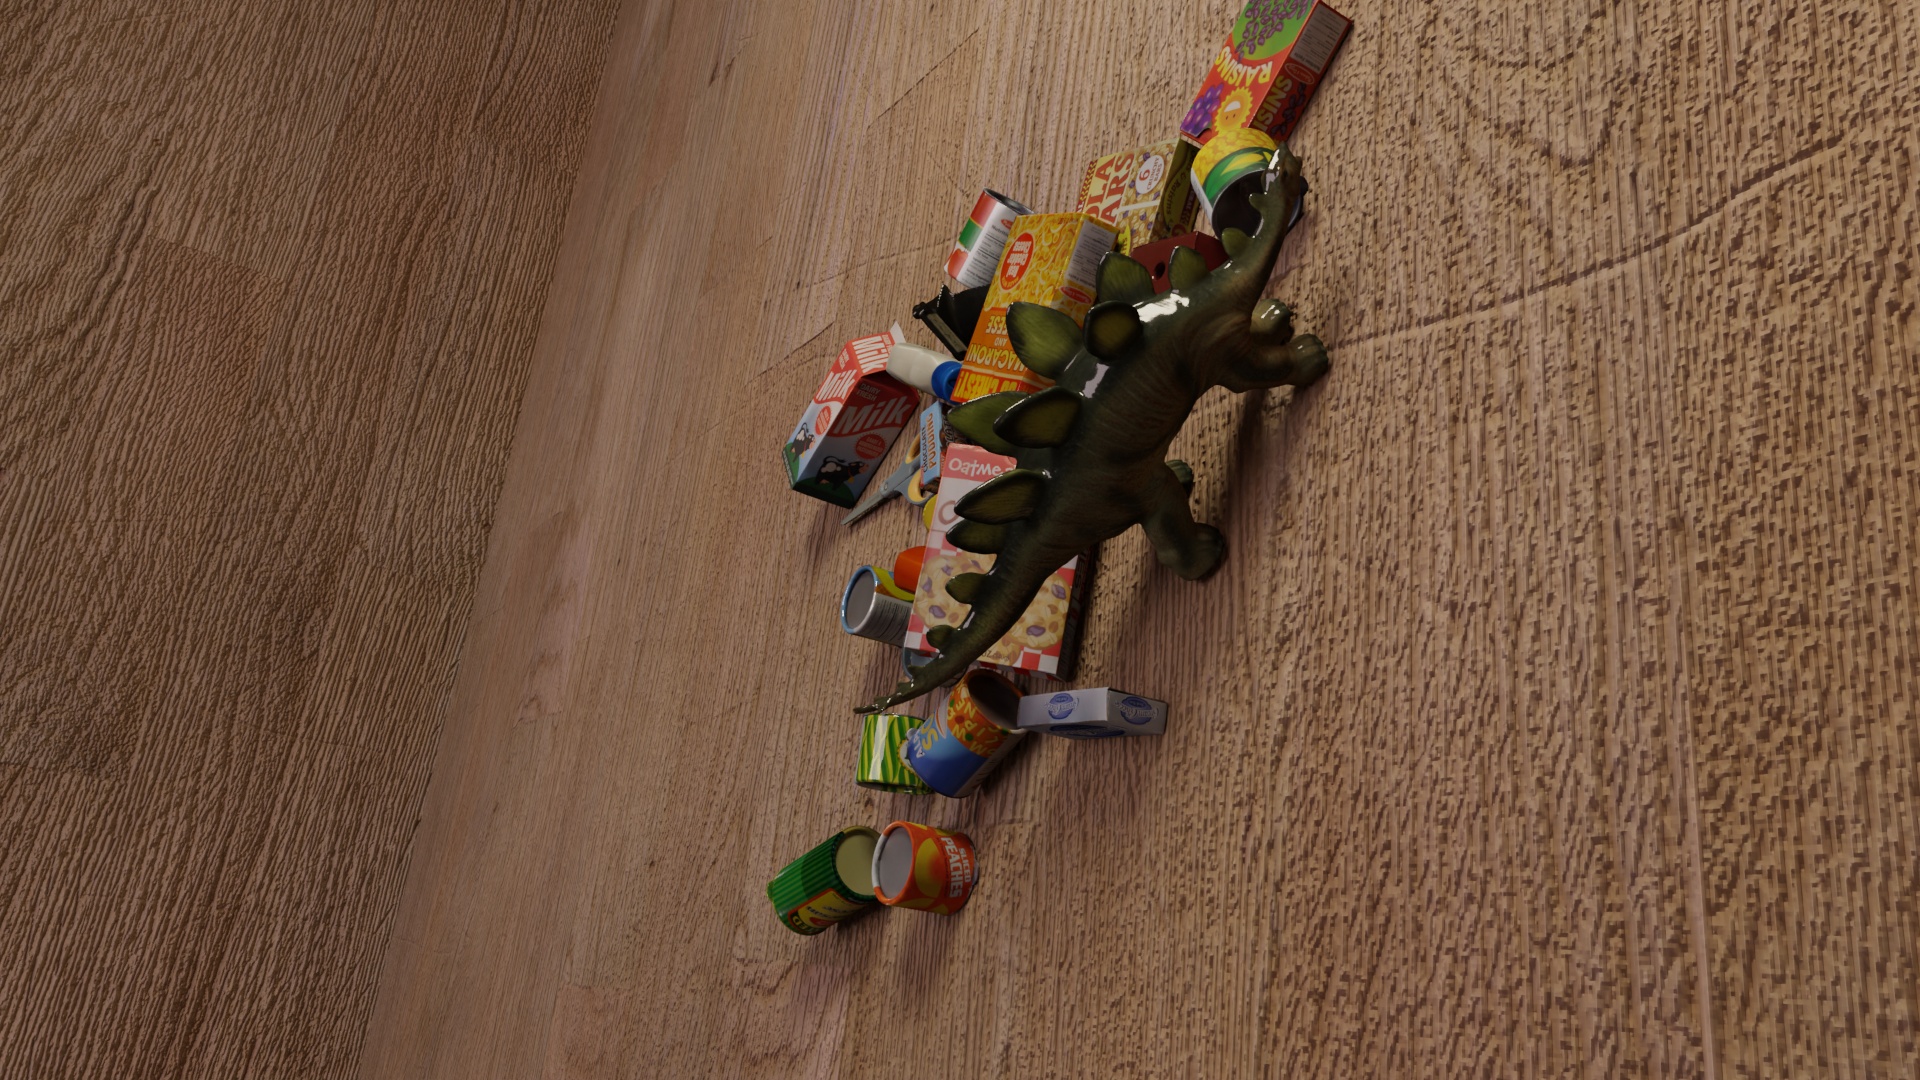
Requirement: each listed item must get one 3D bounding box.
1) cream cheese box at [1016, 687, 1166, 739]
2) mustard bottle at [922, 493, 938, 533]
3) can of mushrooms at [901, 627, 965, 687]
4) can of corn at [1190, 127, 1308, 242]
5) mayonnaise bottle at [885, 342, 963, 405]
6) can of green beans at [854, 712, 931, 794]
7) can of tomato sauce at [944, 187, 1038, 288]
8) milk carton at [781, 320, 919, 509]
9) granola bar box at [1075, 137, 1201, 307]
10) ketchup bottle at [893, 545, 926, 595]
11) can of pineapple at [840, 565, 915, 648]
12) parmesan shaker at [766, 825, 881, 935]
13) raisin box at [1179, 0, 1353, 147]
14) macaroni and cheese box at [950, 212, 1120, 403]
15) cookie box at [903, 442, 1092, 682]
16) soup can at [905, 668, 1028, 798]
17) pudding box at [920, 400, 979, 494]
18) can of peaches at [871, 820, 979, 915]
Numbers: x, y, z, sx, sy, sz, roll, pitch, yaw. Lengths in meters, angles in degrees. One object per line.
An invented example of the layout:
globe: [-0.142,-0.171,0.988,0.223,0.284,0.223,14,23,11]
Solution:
cream cheese box: [0.091,0.122,0.975,0.103,0.053,0.024,-16,63,55]
mustard bottle: [0.004,-0.015,1.192,0.160,0.065,0.049,20,88,66]
can of mushrooms: [-0.019,0.090,1.196,0.070,0.033,0.071,-36,44,46]
can of corn: [0.205,-0.252,0.987,0.071,0.071,0.058,-50,36,33]
mayonnaise bottle: [-0.022,-0.154,1.294,0.041,0.065,0.148,-69,22,7]
can of green beans: [-0.054,0.180,1.170,0.071,0.071,0.058,-19,59,54]
can of tomato sauce: [0.031,-0.274,1.288,0.082,0.071,0.071,-61,31,19]
milk carton: [-0.105,-0.132,1.425,0.189,0.073,0.072,-56,33,24]
granola bar box: [0.130,-0.234,1.126,0.124,0.039,0.165,8,81,61]
ketchup bottle: [0.009,0.038,1.156,0.149,0.065,0.043,17,102,52]
can of pineapple: [-0.070,0.060,1.274,0.070,0.058,0.071,-36,45,46]
parmesan shaker: [-0.112,0.293,1.197,0.102,0.071,0.071,-40,42,42]
raisin box: [0.224,-0.343,1.033,0.123,0.040,0.086,-62,32,17]
macaroni and cheese box: [0.059,-0.181,1.134,0.124,0.040,0.166,24,95,64]
cookie box: [0.035,0.015,1.073,0.123,0.040,0.167,8,78,18]
soup can: [0.005,0.149,1.085,0.083,0.071,0.072,-52,35,29]
pudding box: [-0.010,-0.080,1.262,0.030,0.049,0.084,-35,46,45]
can of peaches: [-0.028,0.257,1.093,0.071,0.058,0.071,-36,44,46]
